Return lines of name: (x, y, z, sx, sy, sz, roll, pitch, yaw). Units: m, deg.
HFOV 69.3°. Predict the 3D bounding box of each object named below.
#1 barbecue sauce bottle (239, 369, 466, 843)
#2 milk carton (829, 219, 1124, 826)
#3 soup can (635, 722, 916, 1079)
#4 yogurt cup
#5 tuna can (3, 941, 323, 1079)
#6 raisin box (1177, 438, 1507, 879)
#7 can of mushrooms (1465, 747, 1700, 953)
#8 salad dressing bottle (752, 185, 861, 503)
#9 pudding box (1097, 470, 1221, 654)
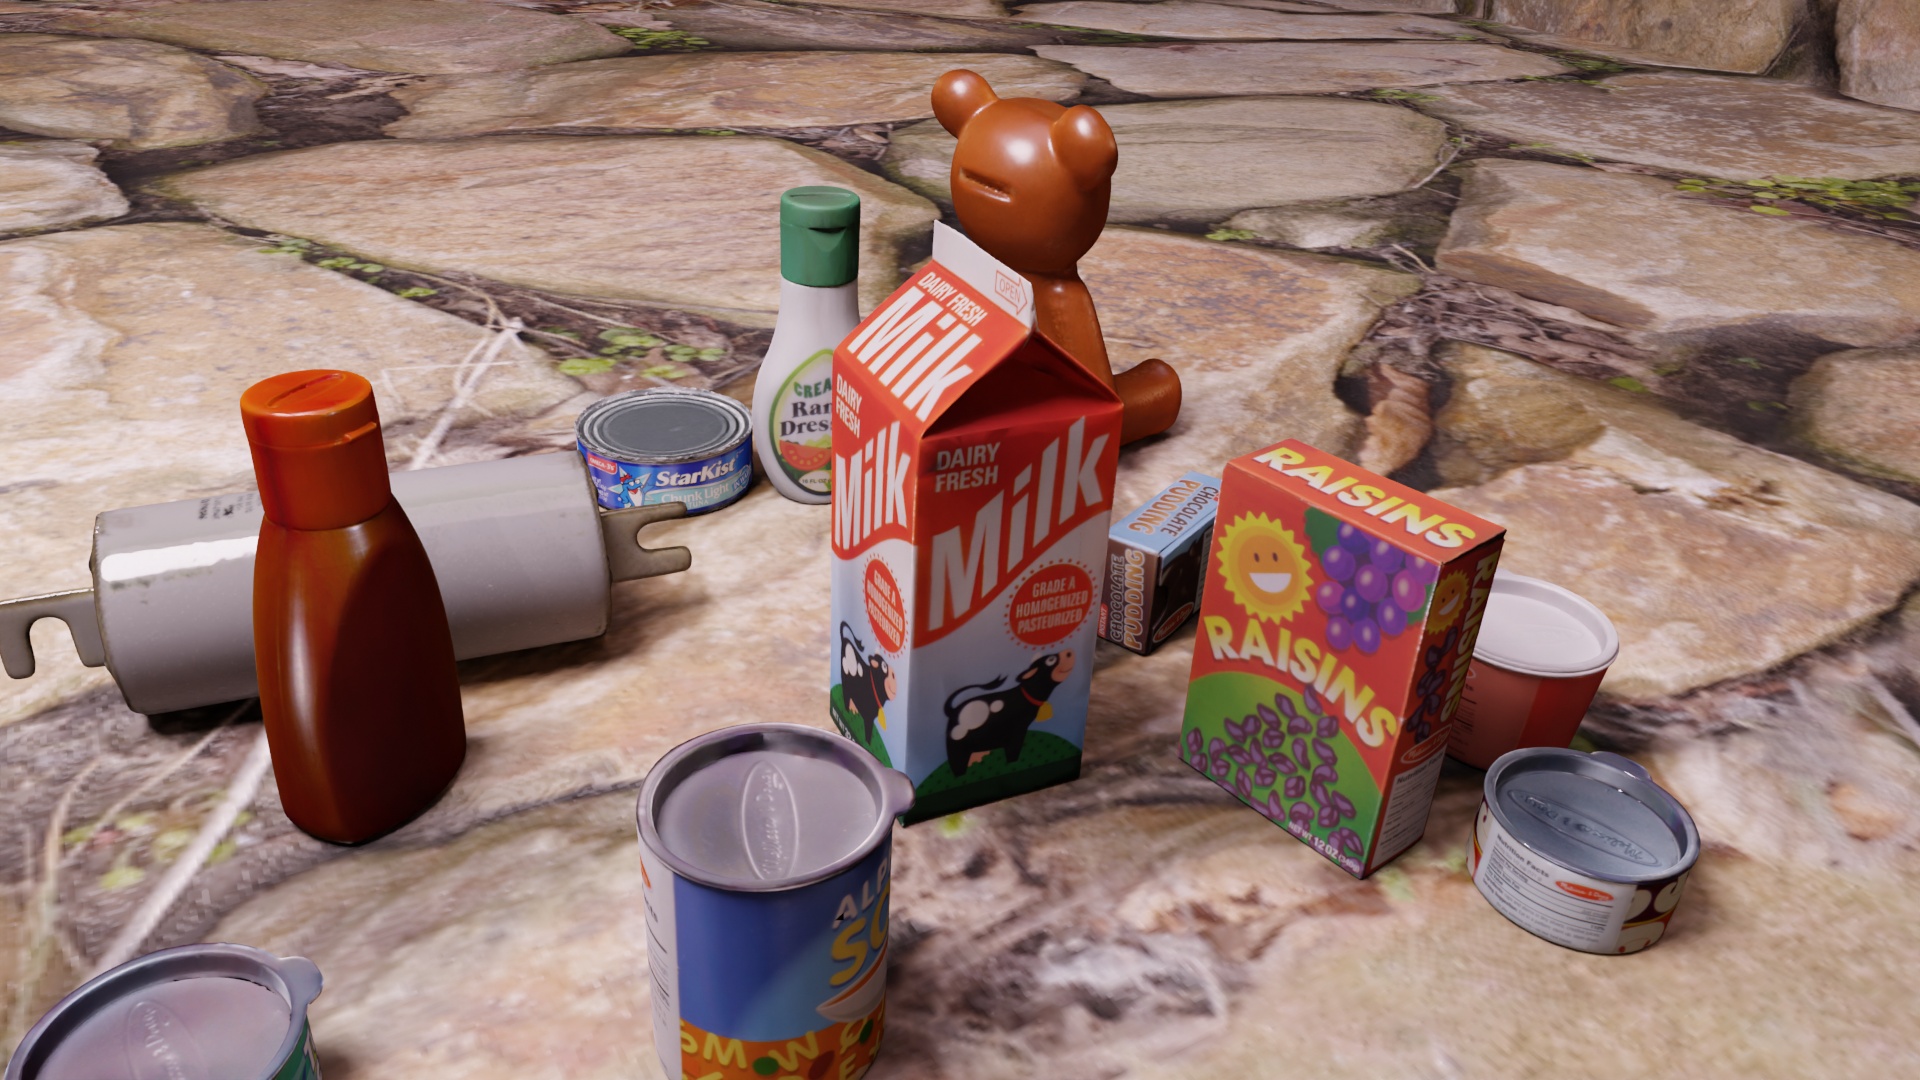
barbecue sauce bottle: (-0.195, 0.021, 0.442, 0.044, 0.147, 0.065, 13, 30, 18)
milk carton: (0.002, -0.006, 0.467, 0.073, 0.189, 0.072, -11, 31, -24)
soup can: (-0.049, 0.102, 0.376, 0.071, 0.083, 0.072, 3, 29, -1)
yogurt cup: (0.207, 0.051, 0.526, 0.072, 0.053, 0.073, 3, 29, -1)
tuna can: (-0.196, 0.136, 0.351, 0.071, 0.032, 0.071, 3, 29, -1)
raisin box: (0.124, 0.038, 0.470, 0.040, 0.122, 0.086, -19, 36, -35)
can of mushrooms: (0.205, 0.100, 0.458, 0.071, 0.033, 0.071, 3, 29, -1)
salad dressing bottle: (-0.067, -0.092, 0.661, 0.064, 0.147, 0.044, -5, 29, -15)
pudding box: (0.091, 0.008, 0.598, 0.030, 0.049, 0.084, 21, 33, 29)
